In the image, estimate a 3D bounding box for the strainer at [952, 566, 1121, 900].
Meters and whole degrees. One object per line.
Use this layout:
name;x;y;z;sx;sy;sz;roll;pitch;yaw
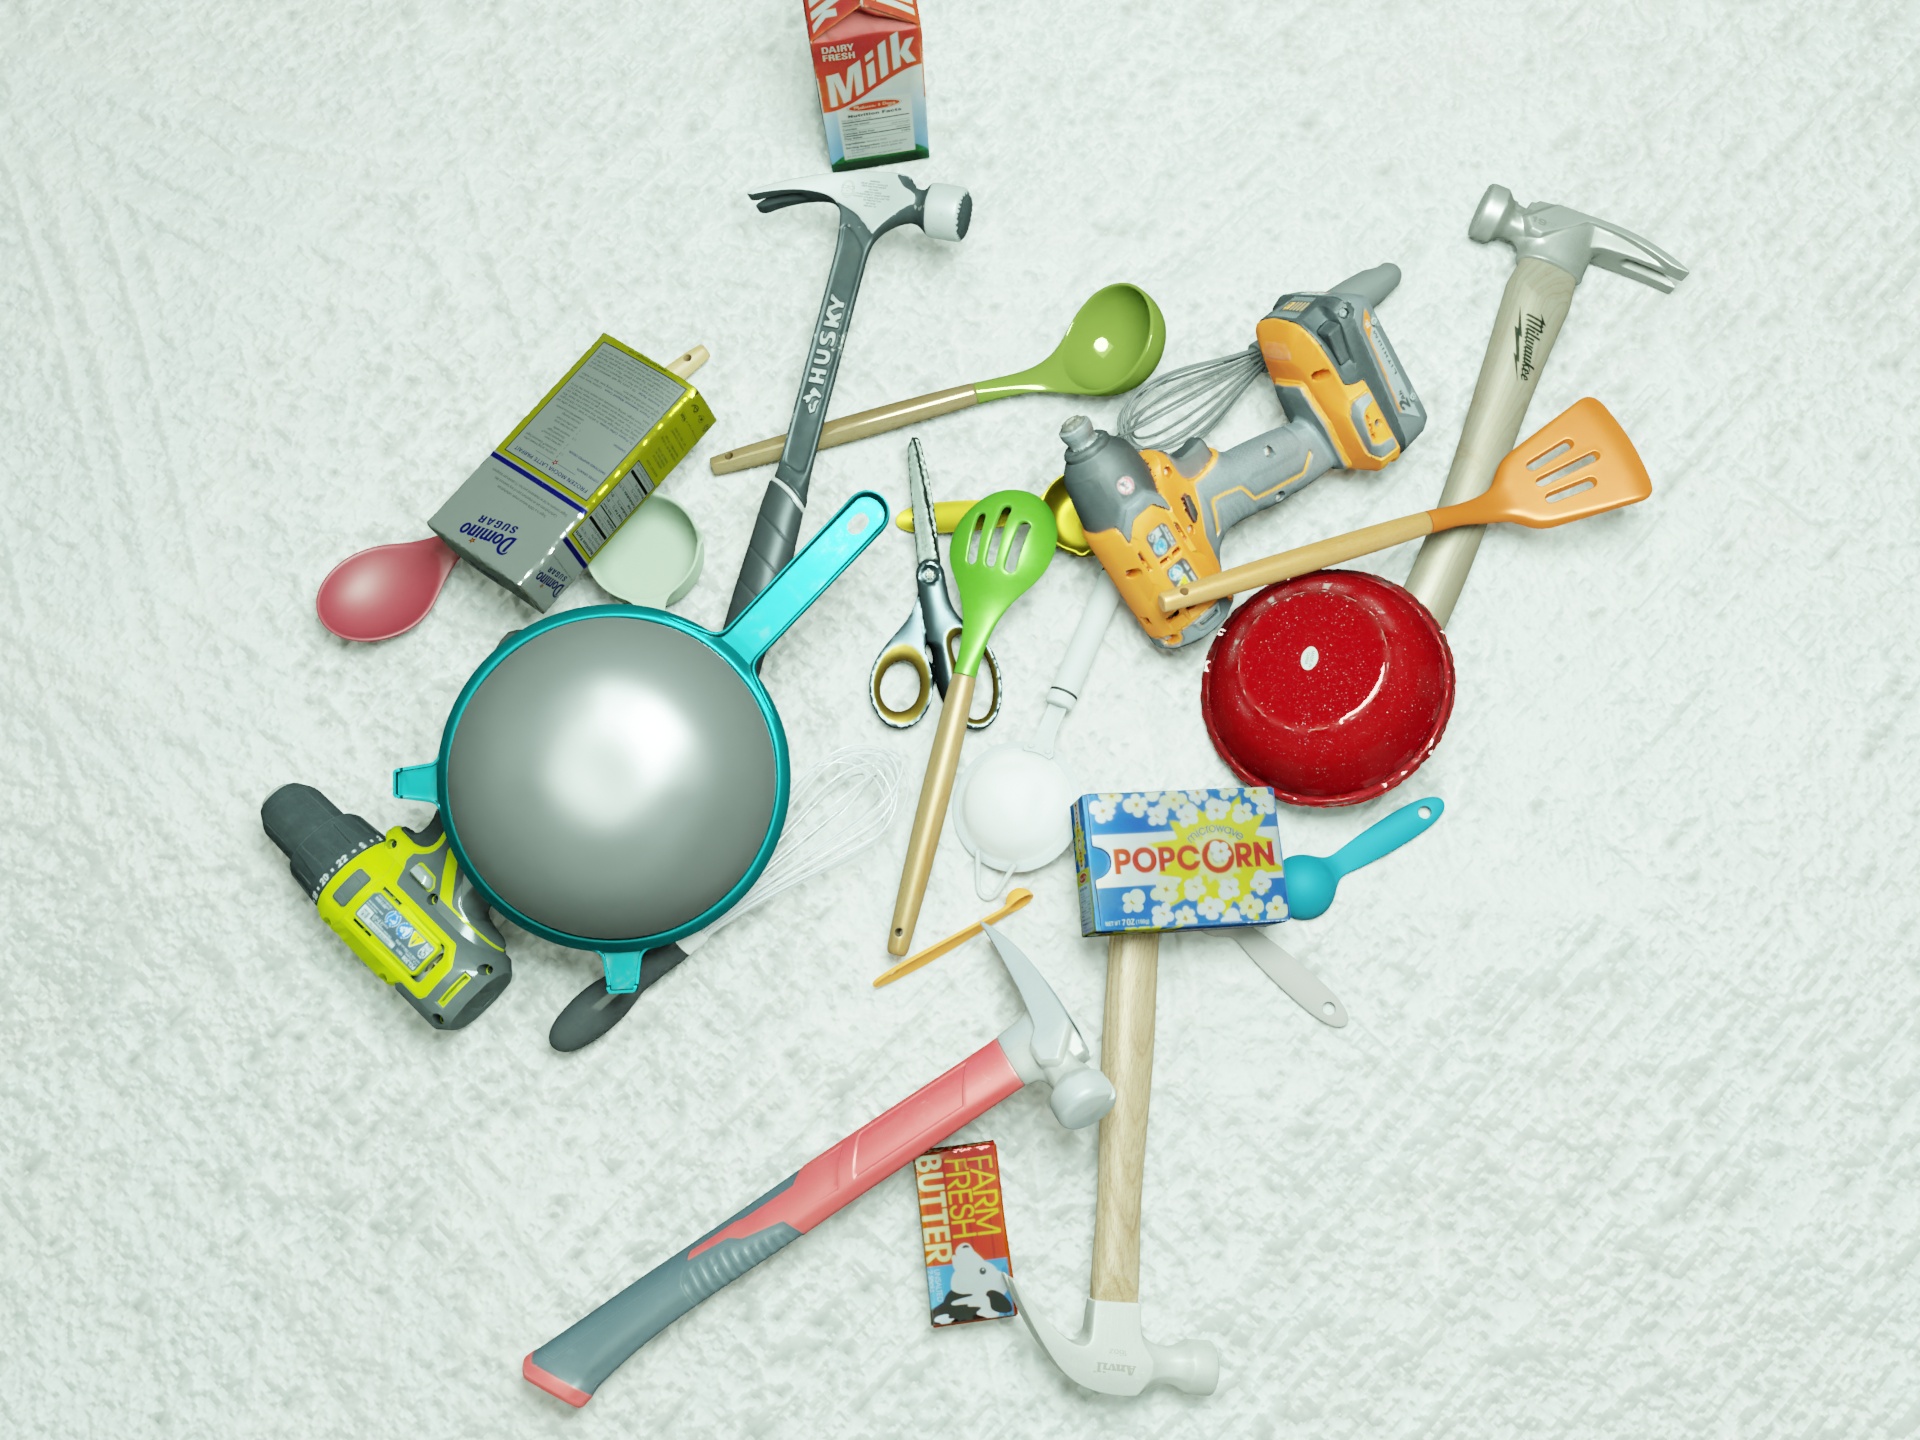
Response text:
strainer;0.061;-0.008;1.032;0.087;0.050;0.258;19;75;20

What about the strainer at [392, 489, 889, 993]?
strainer;-0.161;-0.012;0.926;0.211;0.095;0.340;43;87;-3

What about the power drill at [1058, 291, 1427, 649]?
power drill;0.172;-0.175;1.013;0.226;0.084;0.164;-41;116;-8

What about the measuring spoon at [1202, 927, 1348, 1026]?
measuring spoon;0.197;0.149;1.003;0.124;0.018;0.034;42;82;8

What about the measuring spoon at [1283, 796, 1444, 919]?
measuring spoon;0.256;0.083;1.014;0.128;0.021;0.042;-31;79;-4

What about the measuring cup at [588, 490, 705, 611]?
measuring cup;-0.200;-0.068;1.051;0.083;0.038;0.168;-10;80;-1

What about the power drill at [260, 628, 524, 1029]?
power drill;-0.312;0.053;1.008;0.190;0.080;0.228;43;85;8

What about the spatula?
spatula;0.275;-0.123;1.001;0.322;0.041;0.081;-17;69;-11

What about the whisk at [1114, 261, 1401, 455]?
whisk;0.204;-0.247;1.077;0.239;0.055;0.055;-33;79;-9

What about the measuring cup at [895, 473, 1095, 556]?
measuring cup;0.035;-0.136;1.071;0.156;0.029;0.062;-1;80;13

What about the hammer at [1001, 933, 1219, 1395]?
hammer;0.098;0.234;0.973;0.130;0.031;0.331;8;75;-11

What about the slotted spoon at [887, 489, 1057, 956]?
slotted spoon;-0.002;-0.003;1.019;0.070;0.031;0.314;12;83;17

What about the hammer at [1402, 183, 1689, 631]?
hammer;0.351;-0.157;1.058;0.146;0.038;0.411;23;80;5

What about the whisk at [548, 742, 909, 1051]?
whisk;-0.146;0.114;1.002;0.284;0.070;0.070;-40;80;-3

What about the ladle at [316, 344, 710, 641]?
ladle;-0.296;-0.158;1.078;0.315;0.031;0.069;-40;77;-9

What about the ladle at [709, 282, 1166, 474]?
ladle;-0.017;-0.221;1.071;0.320;0.062;0.078;-15;62;1

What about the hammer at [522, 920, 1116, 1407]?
hammer;-0.100;0.277;0.961;0.386;0.038;0.143;-34;50;0

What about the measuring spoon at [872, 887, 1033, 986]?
measuring spoon;-0.006;0.137;1.010;0.117;0.021;0.011;-29;66;-5

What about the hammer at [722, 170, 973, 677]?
hammer;-0.114;-0.170;1.049;0.149;0.036;0.409;14;85;13
